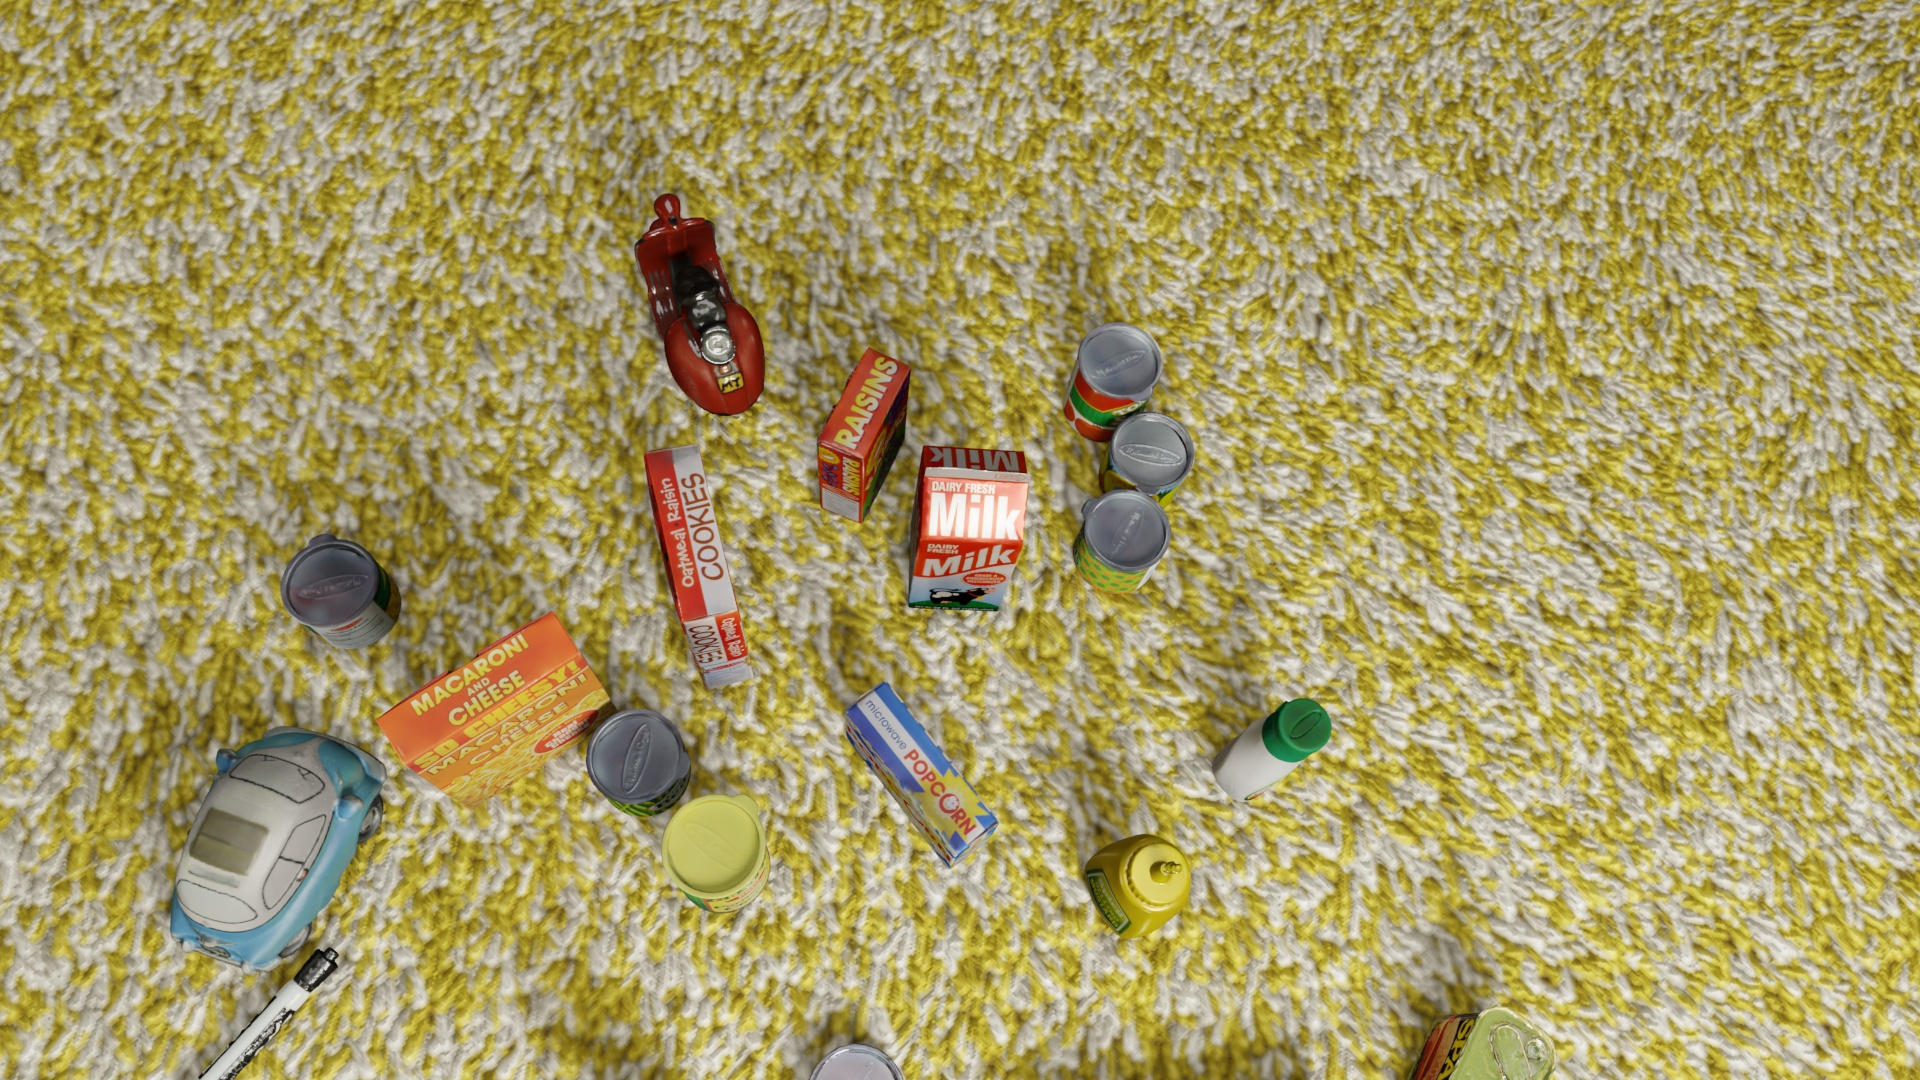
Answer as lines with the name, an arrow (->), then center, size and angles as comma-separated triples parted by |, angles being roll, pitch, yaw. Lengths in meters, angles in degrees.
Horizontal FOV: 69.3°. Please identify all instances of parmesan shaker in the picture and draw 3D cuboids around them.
parmesan shaker -> -0.160, 0.211, 0.936 | 0.071, 0.102, 0.071 | 2, 69, -4

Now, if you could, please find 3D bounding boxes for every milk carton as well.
milk carton -> 0.004, -0.012, 0.991 | 0.072, 0.189, 0.073 | 3, 69, -4

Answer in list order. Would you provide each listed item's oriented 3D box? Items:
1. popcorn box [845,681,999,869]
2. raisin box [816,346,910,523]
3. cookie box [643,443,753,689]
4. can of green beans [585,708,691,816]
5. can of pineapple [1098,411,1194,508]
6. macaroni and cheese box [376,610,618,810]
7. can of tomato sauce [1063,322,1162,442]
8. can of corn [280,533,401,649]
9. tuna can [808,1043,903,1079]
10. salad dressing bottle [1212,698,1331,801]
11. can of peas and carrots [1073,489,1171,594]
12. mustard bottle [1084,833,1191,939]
popcorn box -> -0.030, 0.166, 0.975 | 0.038, 0.085, 0.127 | -36, 76, -16
raisin box -> -0.073, -0.077, 1.045 | 0.040, 0.123, 0.086 | 24, 69, 4
cookie box -> -0.183, 0.023, 0.973 | 0.040, 0.166, 0.123 | -14, 71, -10
can of green beans -> -0.225, 0.157, 0.975 | 0.071, 0.057, 0.071 | 2, 69, -4
can of pineapple -> 0.144, -0.058, 1.093 | 0.071, 0.057, 0.071 | 2, 69, -4
macaroni and cheese box -> -0.302, 0.117, 0.926 | 0.124, 0.165, 0.040 | -34, 76, -16
can of tomato sauce -> 0.121, -0.122, 1.102 | 0.071, 0.082, 0.071 | 2, 69, -4
can of corn -> -0.446, 0.037, 1.002 | 0.071, 0.058, 0.071 | 2, 69, -4
tuna can -> -0.067, 0.370, 0.920 | 0.071, 0.032, 0.071 | 2, 69, -4
salad dressing bottle -> 0.218, 0.146, 0.971 | 0.064, 0.147, 0.044 | -36, 76, -16
can of peas and carrots -> 0.121, 0.001, 1.067 | 0.071, 0.058, 0.071 | 2, 69, -4
mustard bottle -> 0.121, 0.226, 0.924 | 0.049, 0.159, 0.065 | -26, 73, -14
